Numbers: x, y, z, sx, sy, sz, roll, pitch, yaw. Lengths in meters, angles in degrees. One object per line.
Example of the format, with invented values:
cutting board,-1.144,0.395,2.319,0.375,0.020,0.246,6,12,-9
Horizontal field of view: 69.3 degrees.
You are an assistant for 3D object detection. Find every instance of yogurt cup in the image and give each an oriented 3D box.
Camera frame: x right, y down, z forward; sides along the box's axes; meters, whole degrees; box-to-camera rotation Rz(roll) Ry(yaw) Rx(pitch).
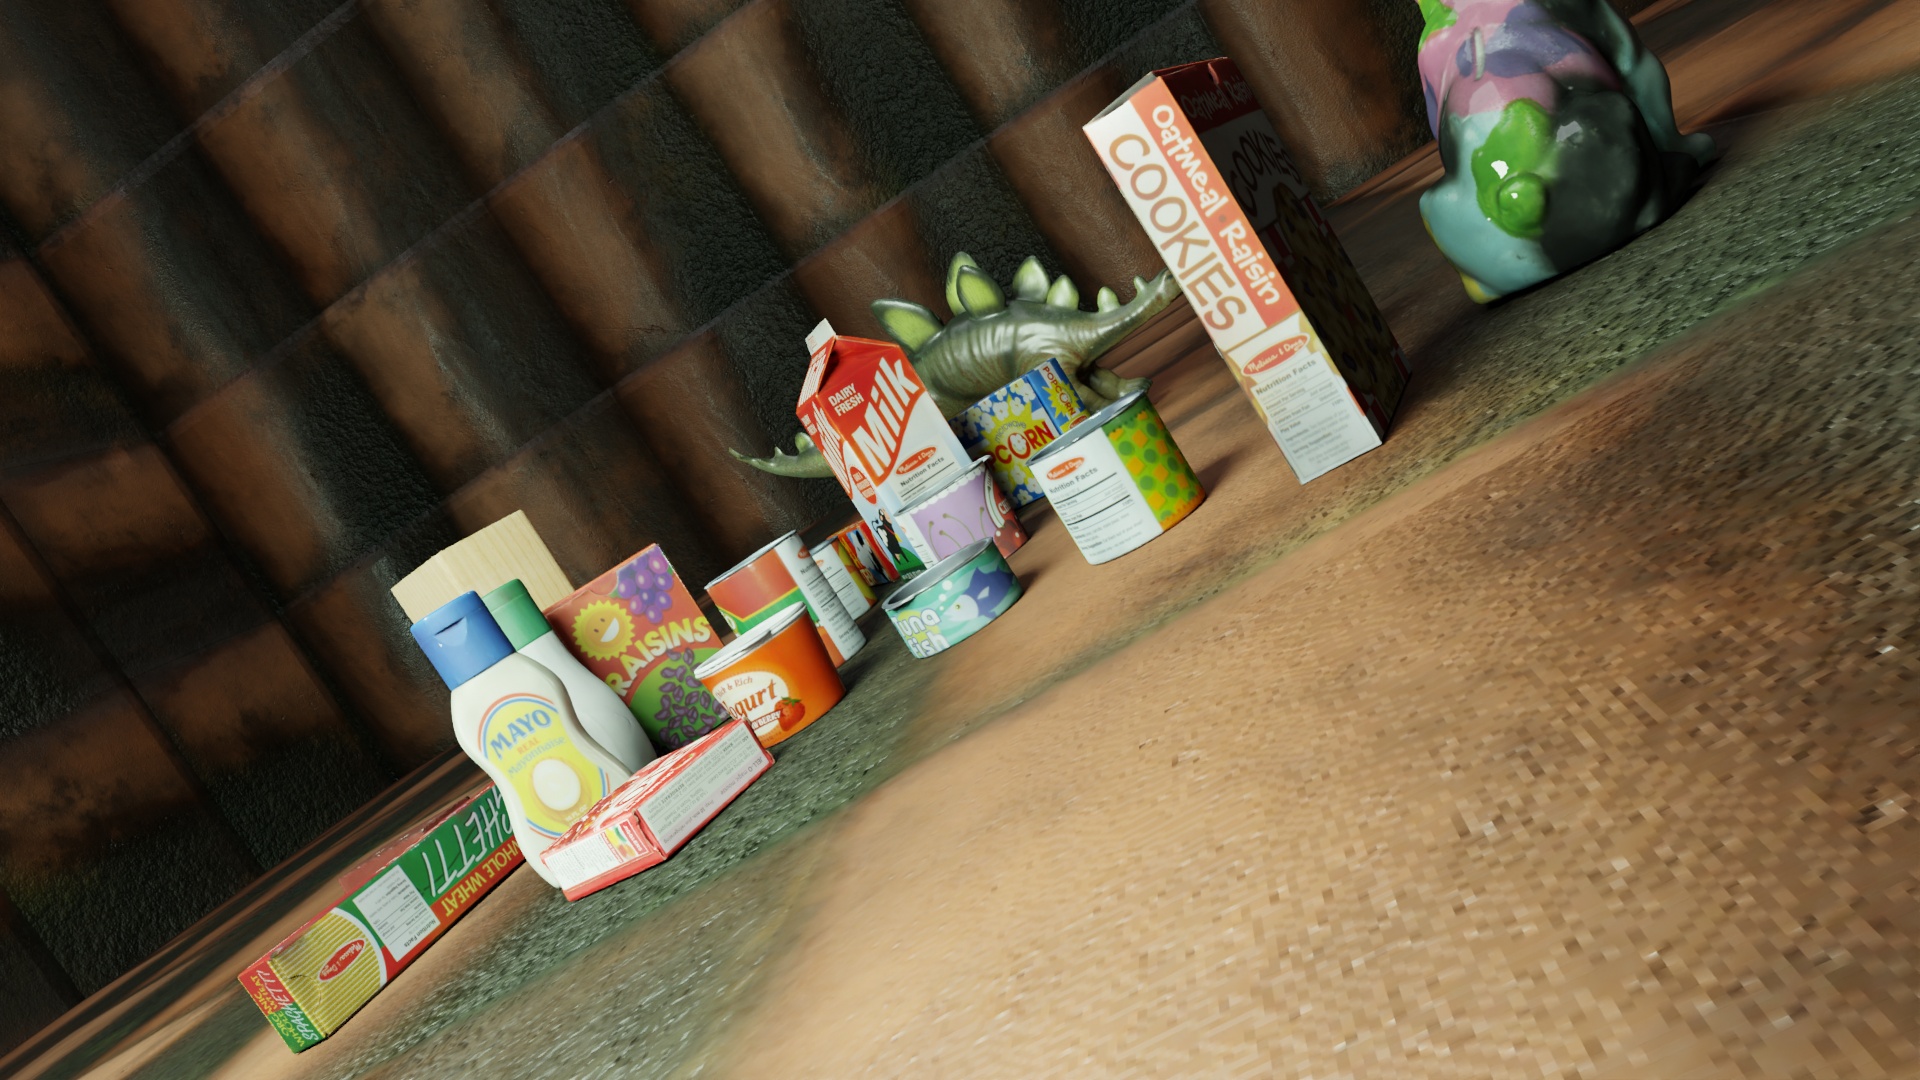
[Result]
yogurt cup,-0.096,0.072,0.724,0.072,0.054,0.072,-32,6,4

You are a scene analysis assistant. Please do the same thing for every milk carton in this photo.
milk carton,-0.052,-0.069,0.987,0.074,0.190,0.072,-34,6,-18

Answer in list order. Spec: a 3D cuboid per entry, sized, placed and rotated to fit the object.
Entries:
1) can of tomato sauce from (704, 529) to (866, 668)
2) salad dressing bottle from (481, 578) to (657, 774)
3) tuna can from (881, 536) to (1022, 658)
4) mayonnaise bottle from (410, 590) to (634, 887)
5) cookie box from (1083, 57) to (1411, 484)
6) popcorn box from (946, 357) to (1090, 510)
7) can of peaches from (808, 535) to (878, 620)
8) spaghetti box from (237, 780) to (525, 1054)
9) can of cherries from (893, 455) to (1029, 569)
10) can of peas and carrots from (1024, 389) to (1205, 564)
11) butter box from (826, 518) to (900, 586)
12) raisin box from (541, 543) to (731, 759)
can of tomato sauce,-0.109,0.046,0.855,0.071,0.083,0.071,-32,6,4
salad dressing bottle,-0.238,0.093,0.827,0.064,0.147,0.044,-29,7,34
tuna can,-0.005,0.030,0.698,0.071,0.033,0.071,-32,6,4
mayonnaise bottle,-0.217,0.096,0.691,0.065,0.148,0.041,-34,6,-13
cookie box,0.128,-0.120,0.587,0.040,0.167,0.123,-29,6,30
popcorn box,0.043,-0.073,1.035,0.038,0.085,0.126,-37,7,-39
can of peaches,-0.103,0.037,1.022,0.071,0.058,0.071,-32,6,4
spaghetti box,-0.299,0.194,0.790,0.028,0.050,0.251,-30,6,21
can of cherries,0.003,-0.011,0.867,0.071,0.058,0.071,-32,6,4
can of peas and carrots,0.075,-0.031,0.657,0.071,0.058,0.071,-32,6,4
butter box,-0.075,0.010,1.126,0.024,0.053,0.103,-34,6,-19
raisin box,-0.202,0.075,0.904,0.086,0.123,0.040,-34,6,-17
